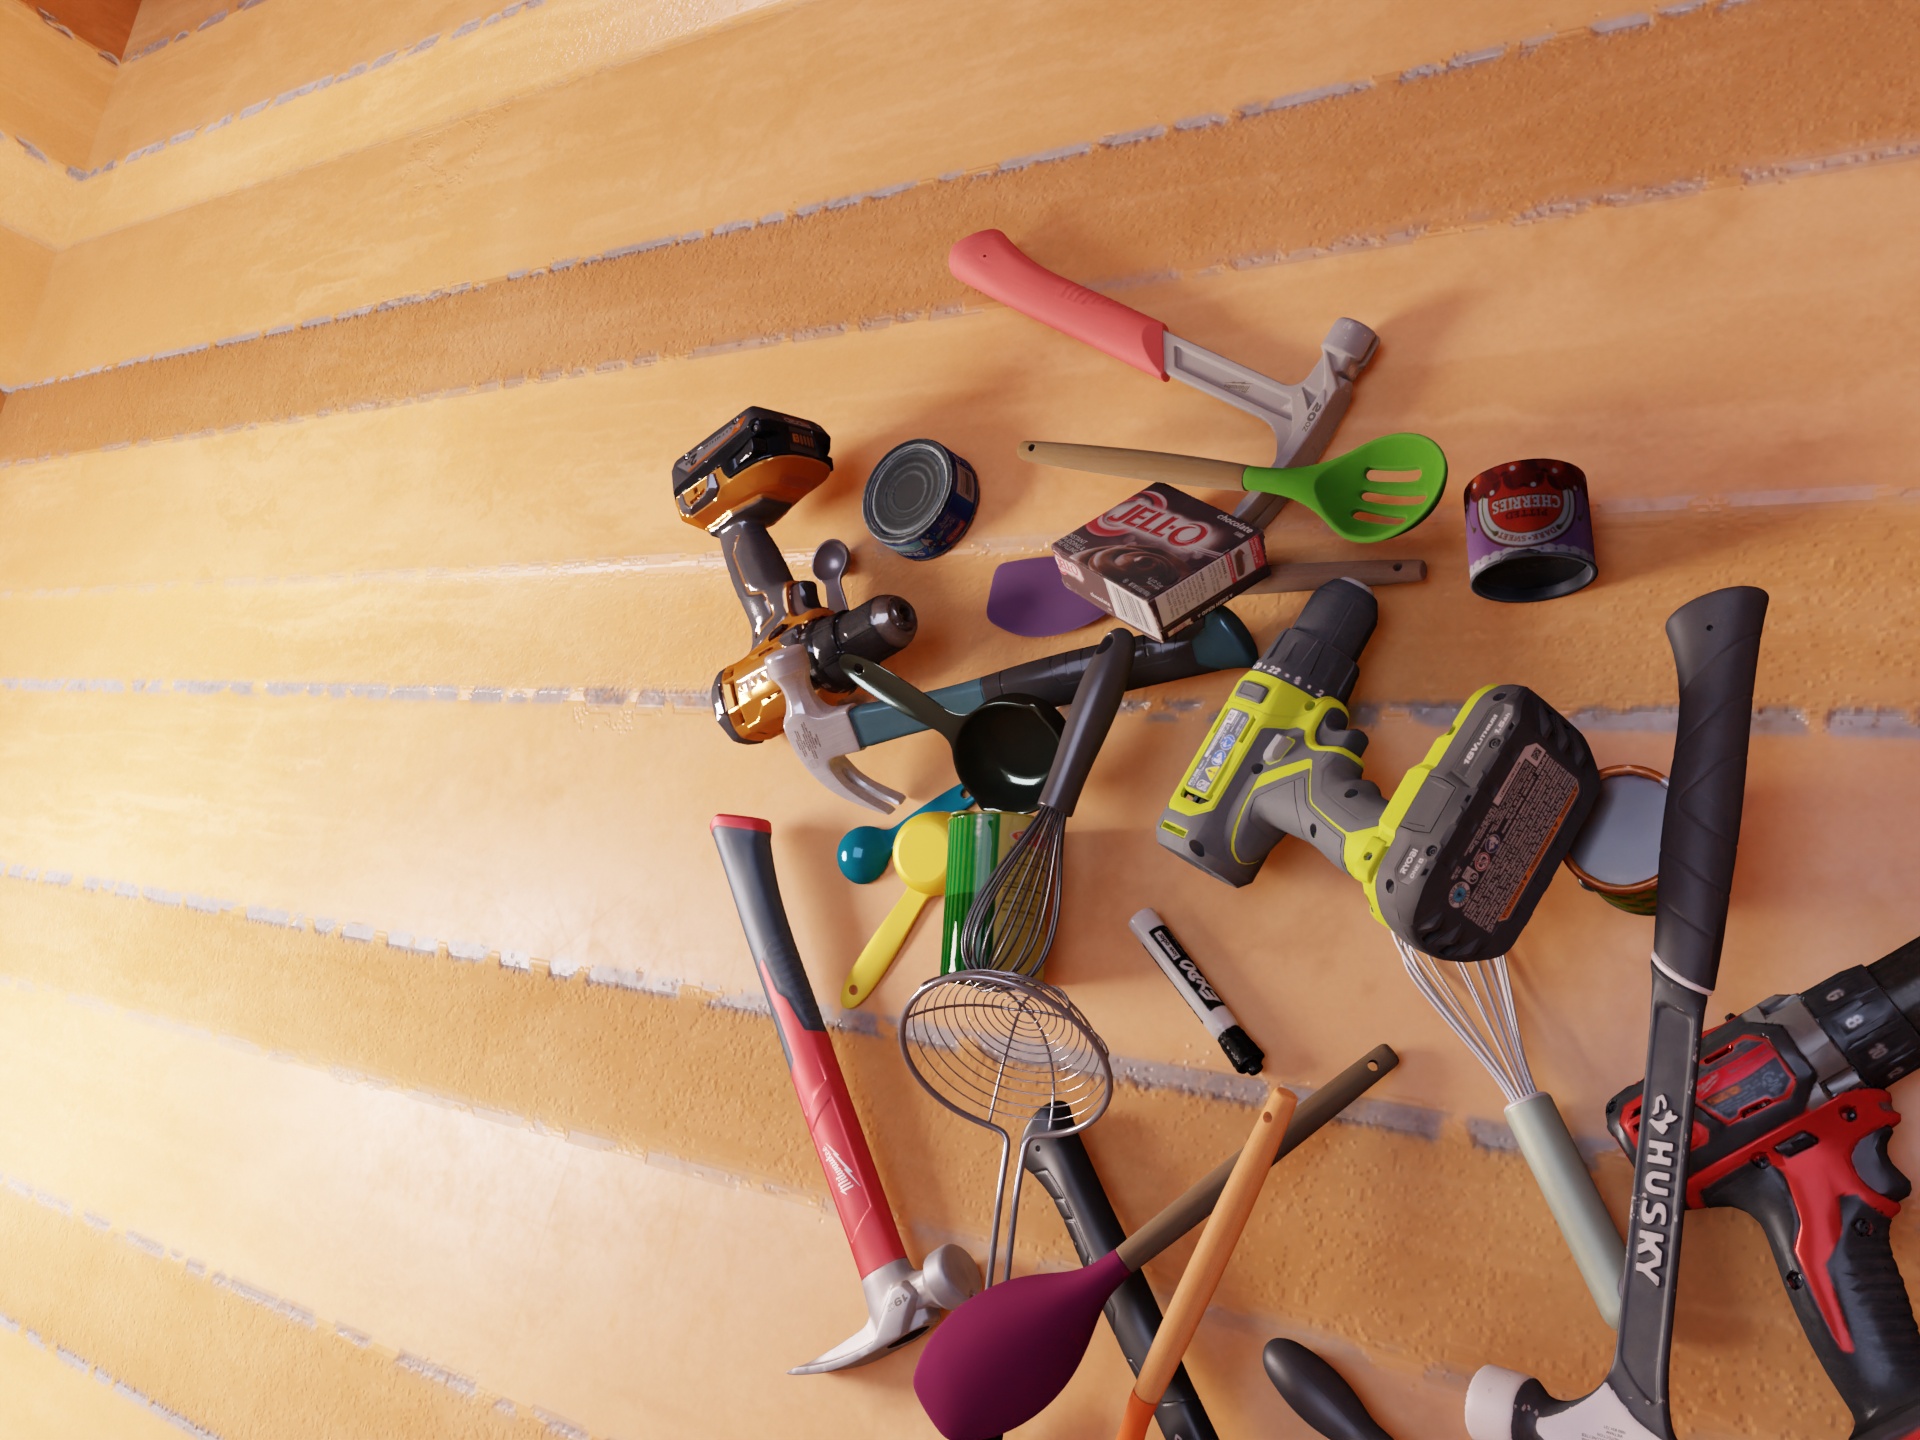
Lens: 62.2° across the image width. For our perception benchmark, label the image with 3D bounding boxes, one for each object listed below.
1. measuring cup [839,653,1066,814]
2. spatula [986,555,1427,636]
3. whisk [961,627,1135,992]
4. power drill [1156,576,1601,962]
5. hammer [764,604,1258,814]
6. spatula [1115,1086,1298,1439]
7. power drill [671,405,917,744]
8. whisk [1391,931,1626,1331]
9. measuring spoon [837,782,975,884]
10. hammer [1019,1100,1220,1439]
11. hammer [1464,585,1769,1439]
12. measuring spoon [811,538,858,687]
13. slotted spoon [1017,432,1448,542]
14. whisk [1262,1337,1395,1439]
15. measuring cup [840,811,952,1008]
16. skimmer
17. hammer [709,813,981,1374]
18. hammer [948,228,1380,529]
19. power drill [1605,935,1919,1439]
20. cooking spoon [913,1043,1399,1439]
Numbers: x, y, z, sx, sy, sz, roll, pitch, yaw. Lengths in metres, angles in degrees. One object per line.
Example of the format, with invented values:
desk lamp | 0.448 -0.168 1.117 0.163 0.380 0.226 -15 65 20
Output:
measuring cup | -0.002 -0.003 1.026 0.167 0.038 0.083 30 116 11
spatula | 0.145 -0.086 1.024 0.316 0.018 0.060 -1 72 37
whisk | 0.058 0.052 0.960 0.055 0.055 0.239 14 77 39
power drill | 0.221 0.019 0.861 0.190 0.080 0.229 -59 29 -3
hammer | 0.031 -0.020 1.046 0.331 0.033 0.128 -13 104 25
spatula | 0.100 0.332 0.826 0.081 0.041 0.322 36 109 49
power drill | -0.122 -0.115 1.170 0.185 0.084 0.226 -26 70 37
whisk | 0.284 0.188 0.811 0.059 0.057 0.247 -59 44 51
measuring spoon | -0.038 0.071 1.099 0.128 0.021 0.042 -32 57 23
hammer | 0.114 0.356 0.863 0.146 0.035 0.335 -52 47 30
hammer | 0.328 0.134 0.716 0.149 0.036 0.409 0 73 46
measuring spoon | -0.087 -0.079 1.199 0.034 0.018 0.124 -22 68 29
slotted spoon | 0.159 -0.156 0.992 0.314 0.031 0.070 15 79 40
whisk | 0.246 0.394 0.752 0.285 0.070 0.070 36 96 44
measuring cup | -0.044 0.130 1.073 0.062 0.029 0.156 35 99 25
skimmer | 0.011 0.320 0.895 0.127 0.090 0.363 5 87 20
hammer | -0.112 0.235 1.077 0.143 0.038 0.387 -38 58 22
hammer | 0.110 -0.259 1.102 0.359 0.036 0.149 37 97 38
power drill | 0.415 0.214 0.682 0.188 0.080 0.227 -39 52 20
cooking spoon | 0.108 0.276 0.859 0.319 0.017 0.069 -37 67 -2
